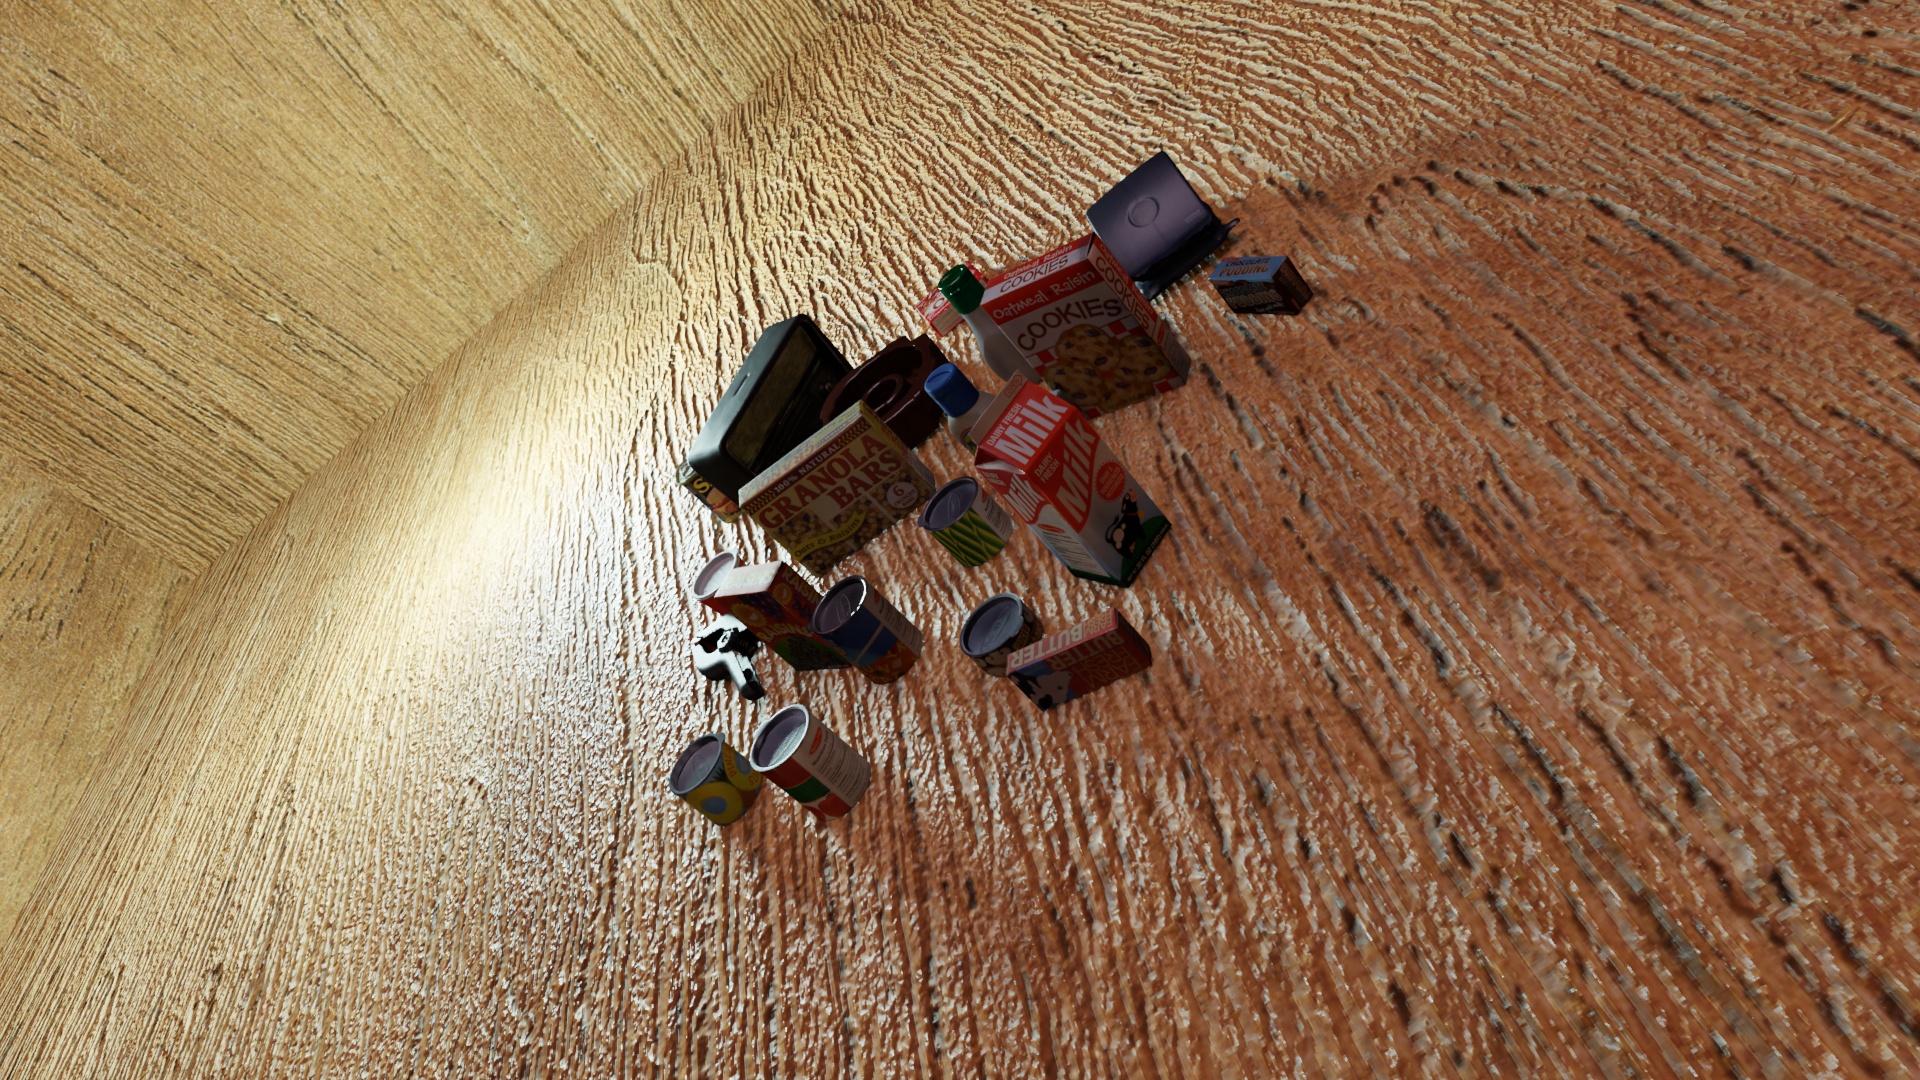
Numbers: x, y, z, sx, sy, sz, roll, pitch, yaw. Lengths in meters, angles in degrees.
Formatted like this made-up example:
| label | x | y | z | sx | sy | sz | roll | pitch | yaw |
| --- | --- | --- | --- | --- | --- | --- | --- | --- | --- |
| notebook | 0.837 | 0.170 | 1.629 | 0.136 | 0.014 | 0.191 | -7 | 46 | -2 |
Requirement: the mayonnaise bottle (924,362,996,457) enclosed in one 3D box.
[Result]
| label | x | y | z | sx | sy | sz | roll | pitch | yaw |
| --- | --- | --- | --- | --- | --- | --- | --- | --- | --- |
| mayonnaise bottle | 0.024 | -0.104 | 1.304 | 0.064 | 0.147 | 0.041 | -17 | 40 | 37 |

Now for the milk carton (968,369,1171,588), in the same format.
| label | x | y | z | sx | sy | sz | roll | pitch | yaw |
| --- | --- | --- | --- | --- | --- | --- | --- | --- | --- |
| milk carton | 0.082 | -0.050 | 1.130 | 0.072 | 0.190 | 0.073 | -54 | 32 | -16 |

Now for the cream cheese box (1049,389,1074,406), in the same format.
| label | x | y | z | sx | sy | sz | roll | pitch | yaw |
| --- | --- | --- | --- | --- | --- | --- | --- | --- | --- |
| cream cheese box | 0.070 | -0.112 | 1.354 | 0.103 | 0.053 | 0.024 | -11 | 44 | 43 |

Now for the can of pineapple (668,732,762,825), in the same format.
| label | x | y | z | sx | sy | sz | roll | pitch | yaw |
| --- | --- | --- | --- | --- | --- | --- | --- | --- | --- |
| can of pineapple | -0.225 | 0.221 | 1.288 | 0.071 | 0.057 | 0.071 | -30 | 33 | 22 |

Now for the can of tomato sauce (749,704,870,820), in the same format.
| label | x | y | z | sx | sy | sz | roll | pitch | yaw |
| --- | --- | --- | --- | --- | --- | --- | --- | --- | --- |
| can of tomato sauce | -0.129 | 0.191 | 1.188 | 0.071 | 0.083 | 0.071 | -30 | 33 | 22 |

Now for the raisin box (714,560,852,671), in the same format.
| label | x | y | z | sx | sy | sz | roll | pitch | yaw |
| --- | --- | --- | --- | --- | --- | --- | --- | --- | --- |
| raisin box | -0.162 | 0.073 | 1.331 | 0.086 | 0.123 | 0.040 | -9 | 45 | 44 |

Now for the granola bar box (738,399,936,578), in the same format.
| label | x | y | z | sx | sy | sz | roll | pitch | yaw |
| --- | --- | --- | --- | --- | --- | --- | --- | --- | --- |
| granola bar box | -0.127 | -0.051 | 1.440 | 0.165 | 0.124 | 0.039 | -35 | 32 | 15 |

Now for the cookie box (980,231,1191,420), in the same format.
| label | x | y | z | sx | sy | sz | roll | pitch | yaw |
| --- | --- | --- | --- | --- | --- | --- | --- | --- | --- |
| cookie box | 0.117 | -0.194 | 1.287 | 0.122 | 0.167 | 0.040 | -18 | 39 | 37 |

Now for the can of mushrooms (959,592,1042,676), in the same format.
| label | x | y | z | sx | sy | sz | roll | pitch | yaw |
| --- | --- | --- | --- | --- | --- | --- | --- | --- | --- |
| can of mushrooms | 0.036 | 0.080 | 1.178 | 0.071 | 0.033 | 0.071 | -30 | 33 | 22 |

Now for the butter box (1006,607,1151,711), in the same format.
| label | x | y | z | sx | sy | sz | roll | pitch | yaw |
| --- | --- | --- | --- | --- | --- | --- | --- | --- | --- |
| butter box | 0.092 | 0.093 | 1.079 | 0.103 | 0.053 | 0.024 | -27 | 35 | 26 |

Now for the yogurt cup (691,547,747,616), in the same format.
| label | x | y | z | sx | sy | sz | roll | pitch | yaw |
| --- | --- | --- | --- | --- | --- | --- | --- | --- | --- |
| yogurt cup | -0.254 | 0.053 | 1.530 | 0.072 | 0.054 | 0.073 | -30 | 33 | 22 |

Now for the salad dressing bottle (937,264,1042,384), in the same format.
| label | x | y | z | sx | sy | sz | roll | pitch | yaw |
| --- | --- | --- | --- | --- | --- | --- | --- | --- | --- |
| salad dressing bottle | 0.035 | -0.221 | 1.436 | 0.064 | 0.147 | 0.044 | -27 | 34 | 26 |

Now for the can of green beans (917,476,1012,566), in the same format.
| label | x | y | z | sx | sy | sz | roll | pitch | yaw |
| --- | --- | --- | --- | --- | --- | --- | --- | --- | --- |
| can of green beans | 0.007 | -0.017 | 1.308 | 0.071 | 0.057 | 0.071 | -30 | 33 | 22 |

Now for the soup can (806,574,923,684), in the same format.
| label | x | y | z | sx | sy | sz | roll | pitch | yaw |
| --- | --- | --- | --- | --- | --- | --- | --- | --- | --- |
| soup can | -0.087 | 0.084 | 1.268 | 0.071 | 0.083 | 0.072 | -30 | 33 | 22 |

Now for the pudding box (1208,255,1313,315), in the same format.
| label | x | y | z | sx | sy | sz | roll | pitch | yaw |
| --- | --- | --- | --- | --- | --- | --- | --- | --- | --- |
| pudding box | 0.273 | -0.233 | 1.268 | 0.030 | 0.049 | 0.084 | -53 | 32 | -14 |
